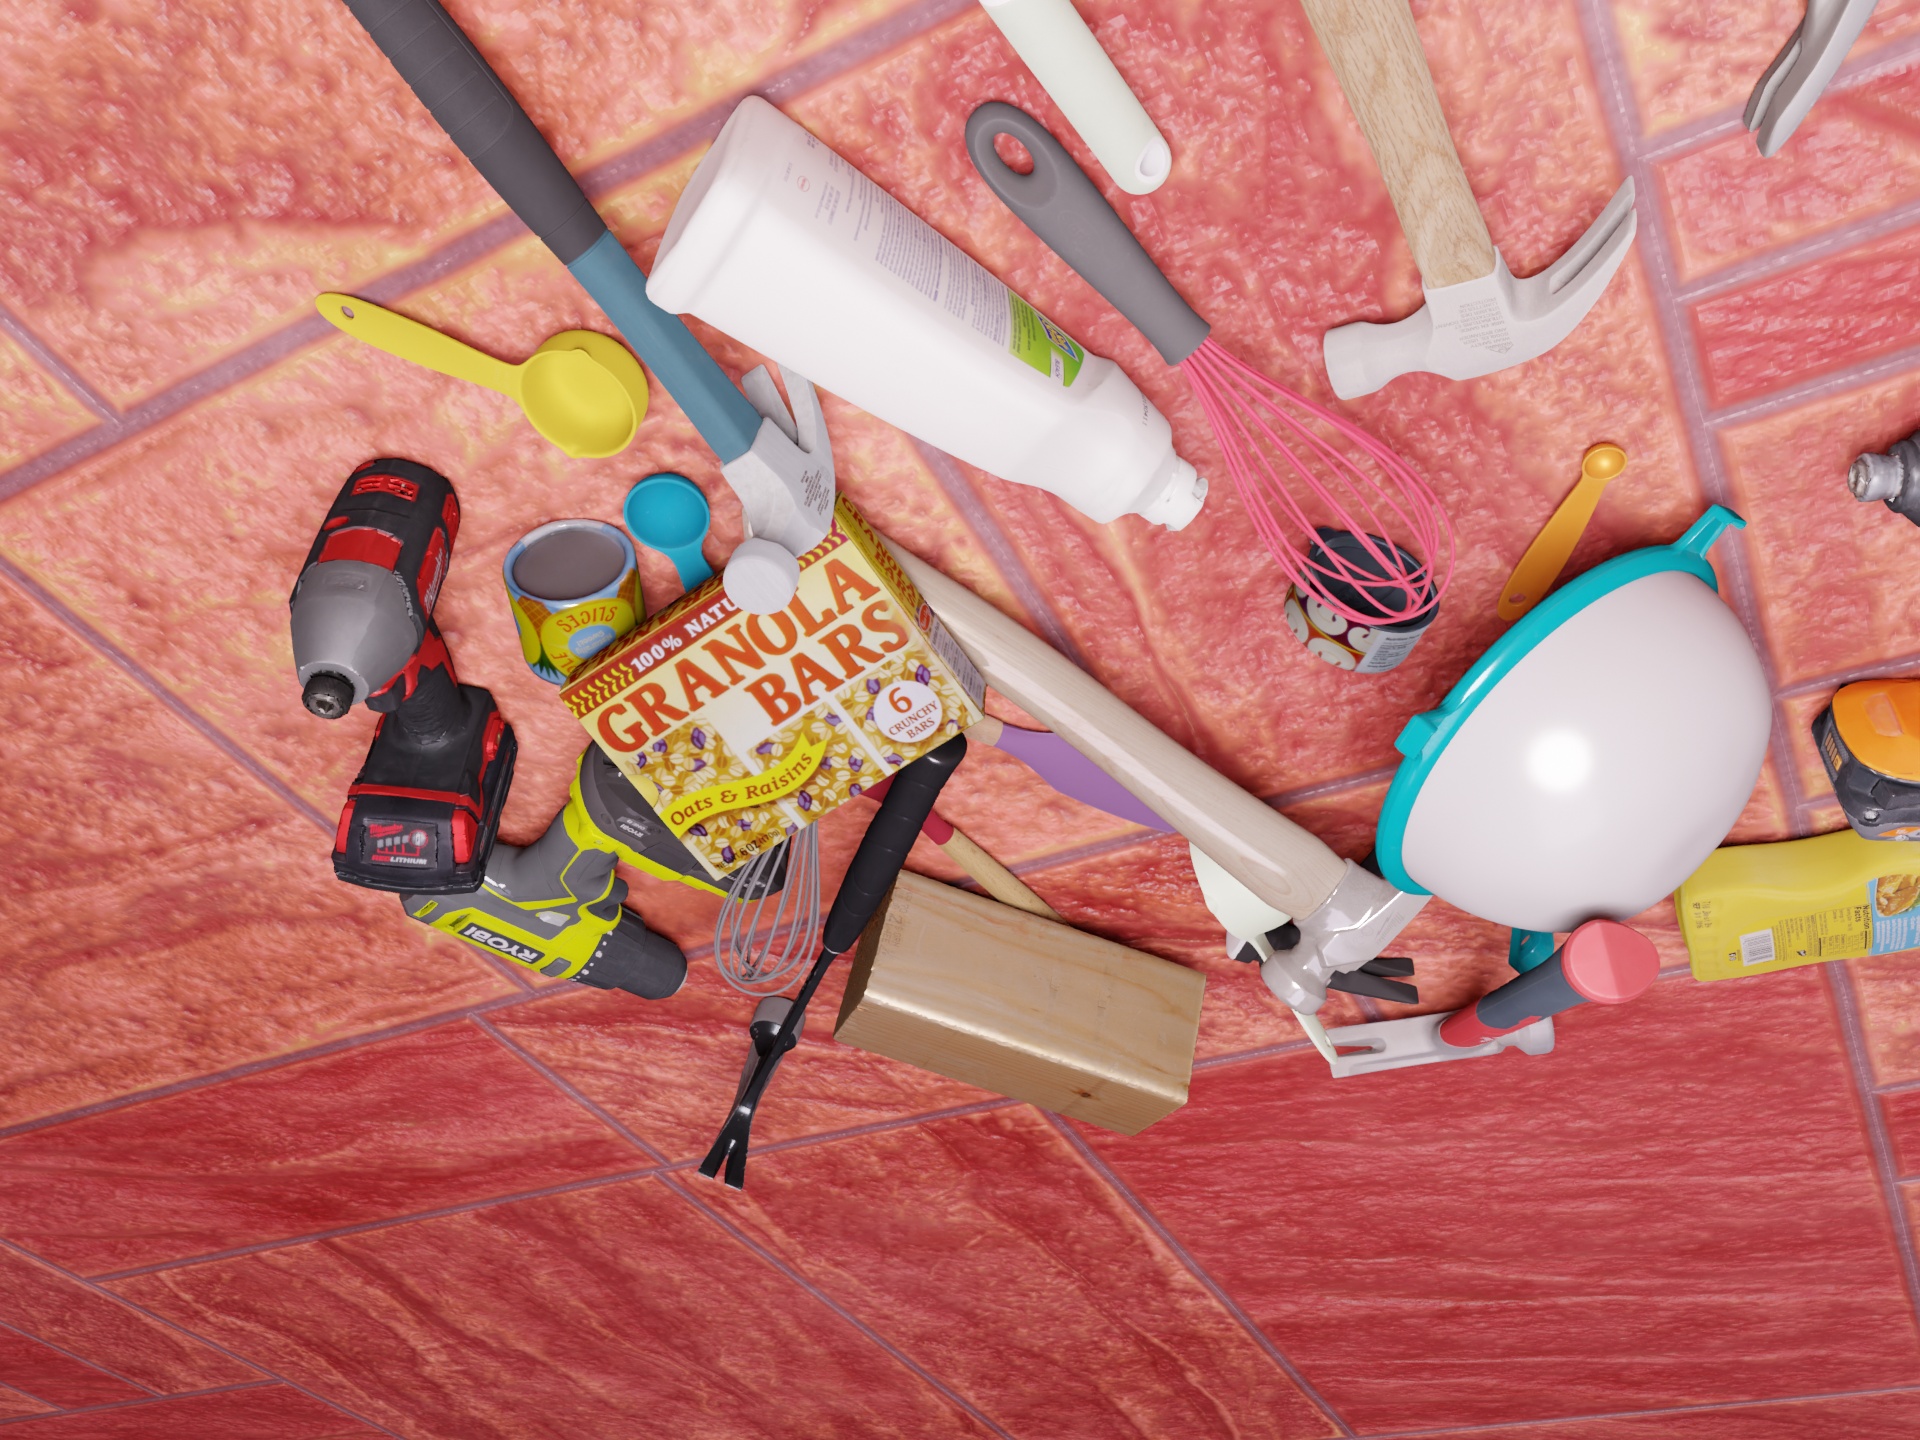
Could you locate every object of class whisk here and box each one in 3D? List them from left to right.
[{"bbox_3d":[-0.080,0.041,0.849,0.055,0.055,0.239,16,106,-10],"label":"whisk"},{"bbox_3d":[0.011,-0.259,0.542,0.058,0.059,0.246,-53,140,3],"label":"whisk"},{"bbox_3d":[0.108,-0.143,0.668,0.295,0.073,0.073,43,127,-19],"label":"whisk"}]

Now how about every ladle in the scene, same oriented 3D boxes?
[{"bbox_3d":[0.007,0.083,0.964,0.069,0.031,0.315,-20,133,32],"label":"ladle"}]

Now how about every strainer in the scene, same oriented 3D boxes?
[{"bbox_3d":[0.319,0.067,0.793,0.211,0.095,0.340,-34,142,-10],"label":"strainer"}]

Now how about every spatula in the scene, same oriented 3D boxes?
[{"bbox_3d":[-0.001,-0.003,0.877,0.315,0.018,0.059,21,131,-17],"label":"spatula"}]

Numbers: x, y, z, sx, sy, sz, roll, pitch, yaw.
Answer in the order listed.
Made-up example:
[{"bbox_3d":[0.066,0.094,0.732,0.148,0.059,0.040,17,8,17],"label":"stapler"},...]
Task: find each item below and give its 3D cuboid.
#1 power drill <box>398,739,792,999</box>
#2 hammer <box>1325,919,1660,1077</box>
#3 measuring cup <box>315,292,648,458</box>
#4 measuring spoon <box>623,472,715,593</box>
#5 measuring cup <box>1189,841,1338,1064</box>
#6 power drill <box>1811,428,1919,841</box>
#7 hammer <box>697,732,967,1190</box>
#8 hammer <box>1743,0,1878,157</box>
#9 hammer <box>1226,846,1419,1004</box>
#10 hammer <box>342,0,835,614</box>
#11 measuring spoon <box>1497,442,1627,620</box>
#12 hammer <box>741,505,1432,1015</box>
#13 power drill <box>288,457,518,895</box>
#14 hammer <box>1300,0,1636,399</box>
[{"bbox_3d":[-0.204,0.095,0.967,0.190,0.080,0.228,31,134,-30],"label":"power drill"},{"bbox_3d":[0.288,0.159,0.873,0.143,0.038,0.386,-9,163,5],"label":"hammer"},{"bbox_3d":[-0.216,-0.169,0.725,0.156,0.029,0.062,21,137,1],"label":"measuring cup"},{"bbox_3d":[-0.131,-0.074,0.806,0.042,0.021,0.128,-14,130,10],"label":"measuring spoon"},{"bbox_3d":[0.188,0.122,0.912,0.038,0.083,0.167,-28,96,27],"label":"measuring cup"},{"bbox_3d":[0.473,-0.046,0.731,0.164,0.084,0.226,1,133,7],"label":"power drill"},{"bbox_3d":[-0.079,0.137,0.944,0.036,0.149,0.408,24,135,-5],"label":"hammer"},{"bbox_3d":[0.139,-0.287,0.538,0.359,0.037,0.149,7,138,-1],"label":"hammer"},{"bbox_3d":[0.274,0.053,0.892,0.127,0.034,0.336,15,137,-9],"label":"hammer"},{"bbox_3d":[-0.157,-0.198,0.627,0.033,0.128,0.330,-23,121,27],"label":"hammer"},{"bbox_3d":[0.283,-0.089,0.757,0.021,0.011,0.116,9,141,-4],"label":"measuring spoon"},{"bbox_3d":[0.072,-0.007,0.807,0.410,0.038,0.146,35,106,-14],"label":"hammer"},{"bbox_3d":[-0.288,-0.010,0.814,0.078,0.143,0.219,5,140,-3],"label":"power drill"},{"bbox_3d":[0.143,-0.235,0.546,0.130,0.031,0.331,-9,146,30],"label":"hammer"}]
